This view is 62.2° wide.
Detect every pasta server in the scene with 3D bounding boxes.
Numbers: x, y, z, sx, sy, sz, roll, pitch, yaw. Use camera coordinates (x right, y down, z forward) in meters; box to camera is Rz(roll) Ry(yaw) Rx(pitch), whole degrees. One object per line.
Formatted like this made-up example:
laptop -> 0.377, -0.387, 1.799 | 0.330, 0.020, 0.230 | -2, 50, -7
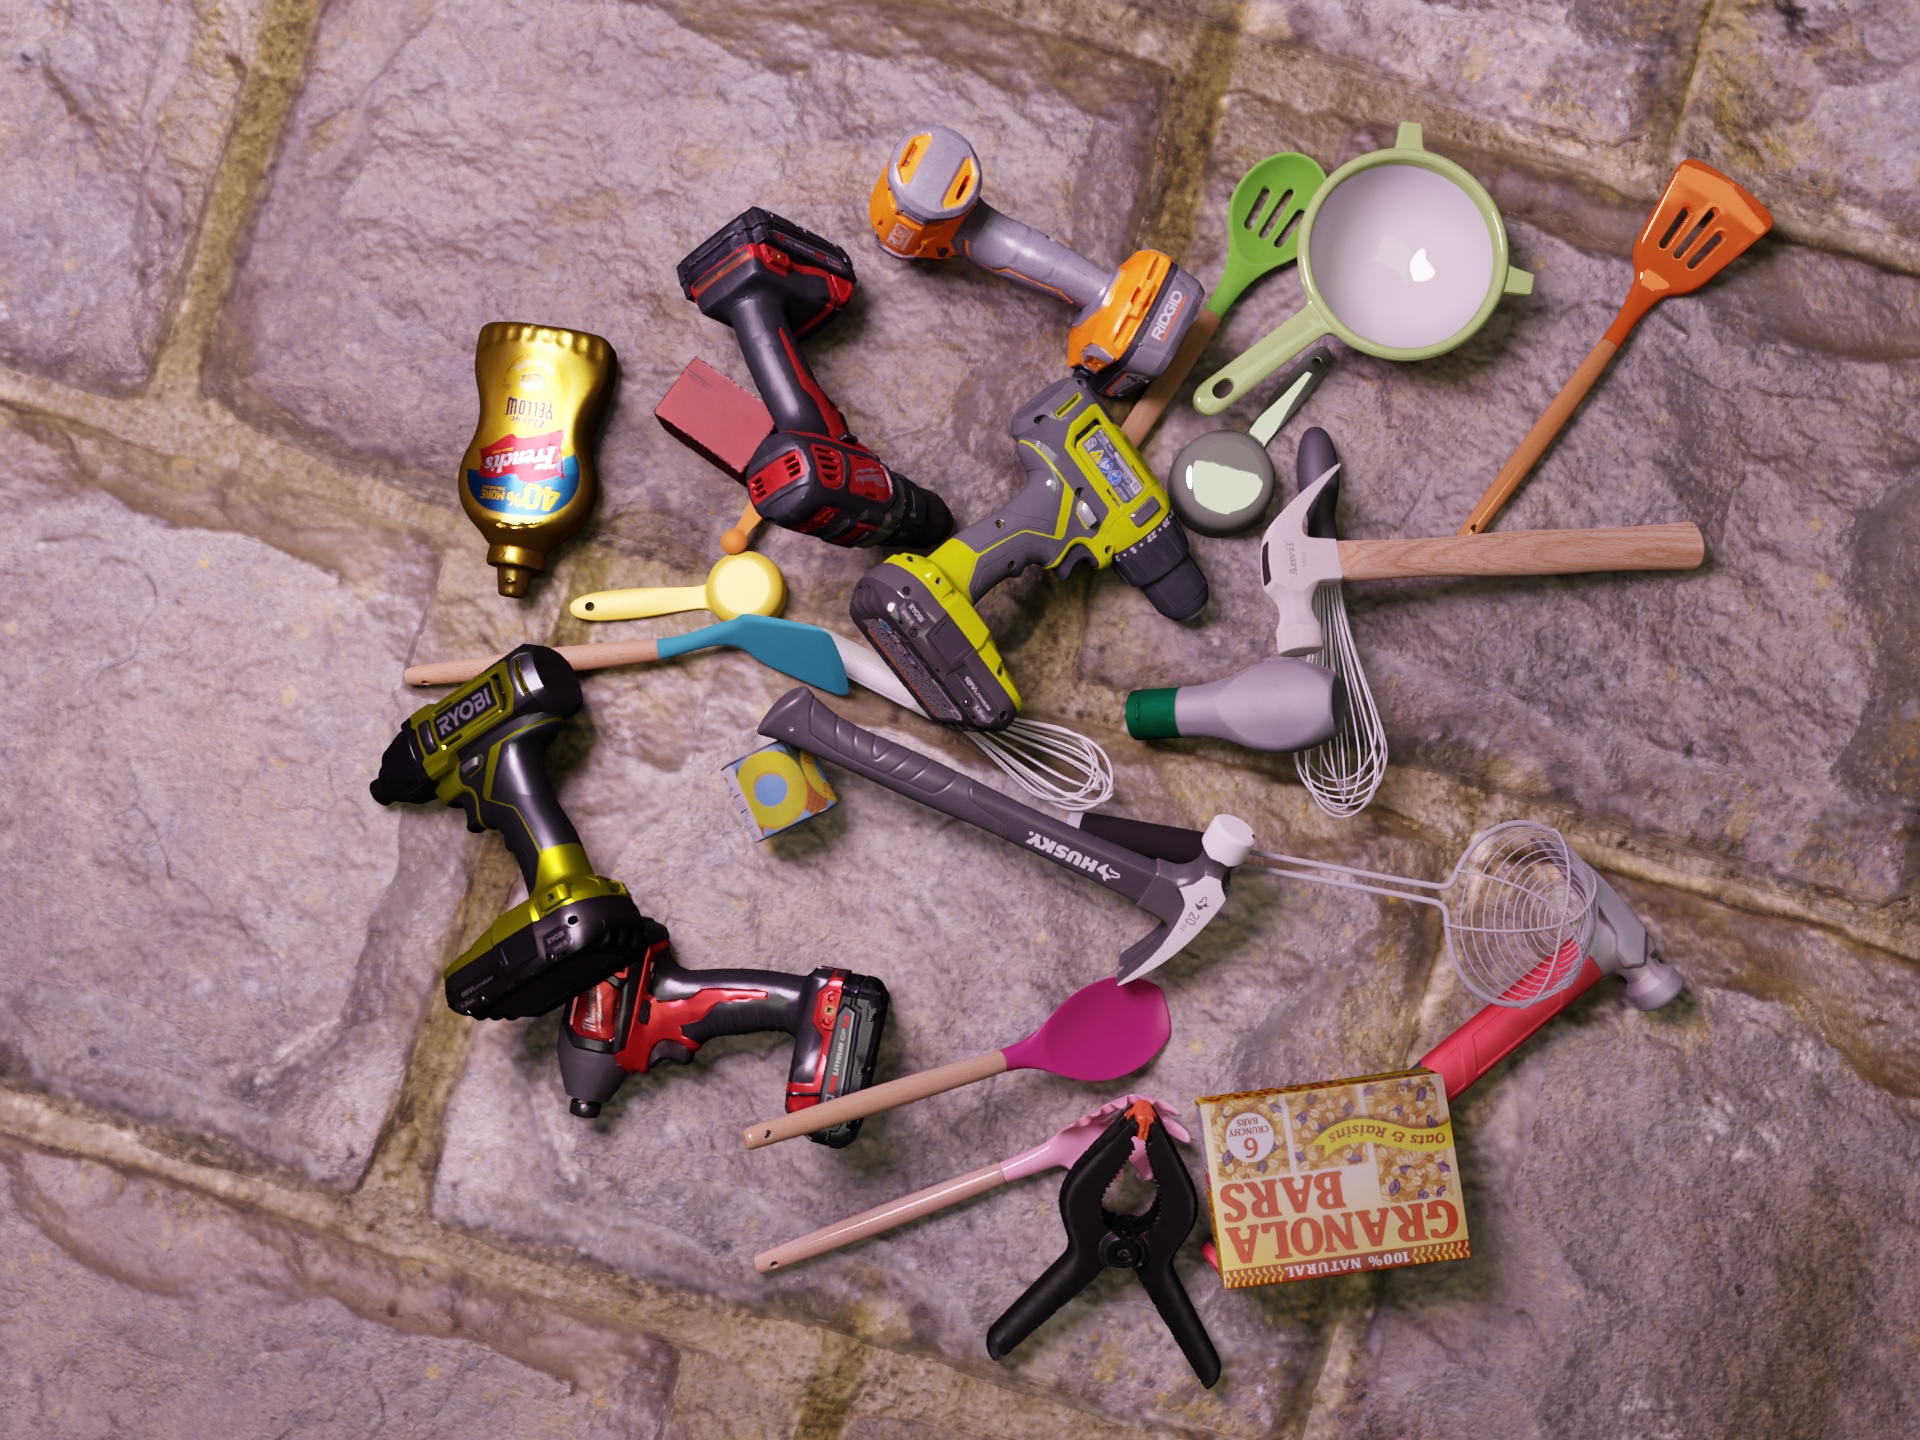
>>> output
pasta server -> 0.005, 0.330, 1.113 | 0.316, 0.040, 0.060 | -20, 105, -1

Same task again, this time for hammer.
hammer -> 0.370, -0.119, 1.122 | 0.331, 0.031, 0.130 | -4, 78, -11
hammer -> 0.317, 0.249, 1.122 | 0.386, 0.038, 0.143 | -38, 86, -3
hammer -> 0.019, 0.066, 1.083 | 0.334, 0.035, 0.146 | 24, 120, -4

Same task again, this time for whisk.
whisk -> -0.002, -0.004, 1.131 | 0.246, 0.059, 0.057 | 27, 120, 5
whisk -> 0.263, -0.072, 1.137 | 0.070, 0.070, 0.285 | -3, 81, -1

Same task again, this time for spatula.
spatula -> 0.460, -0.257, 1.155 | 0.081, 0.041, 0.322 | 37, 88, 1
spatula -> -0.240, -0.040, 1.128 | 0.317, 0.082, 0.044 | -6, 58, 3

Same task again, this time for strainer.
strainer -> 0.267, -0.294, 1.141 | 0.256, 0.069, 0.151 | -37, 90, -2

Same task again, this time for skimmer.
skimmer -> 0.257, 0.110, 1.114 | 0.363, 0.090, 0.127 | 10, 85, 17

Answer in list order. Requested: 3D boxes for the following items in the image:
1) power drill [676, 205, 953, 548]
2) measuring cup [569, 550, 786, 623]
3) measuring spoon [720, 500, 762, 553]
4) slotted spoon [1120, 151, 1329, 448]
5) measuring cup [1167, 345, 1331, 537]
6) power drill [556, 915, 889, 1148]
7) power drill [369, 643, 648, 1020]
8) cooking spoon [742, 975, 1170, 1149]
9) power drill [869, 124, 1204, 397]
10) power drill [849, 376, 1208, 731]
power drill -> -0.092, -0.221, 1.098 | 0.080, 0.187, 0.227 | -28, 72, 29
measuring cup -> -0.203, -0.089, 1.140 | 0.156, 0.029, 0.062 | -6, 86, -4
measuring spoon -> -0.137, -0.169, 1.144 | 0.021, 0.011, 0.117 | 26, 74, 21
slotted spoon -> 0.168, -0.275, 1.160 | 0.070, 0.031, 0.314 | 34, 88, 2
measuring cup -> 0.217, -0.208, 1.149 | 0.083, 0.038, 0.167 | 38, 89, 2
power drill -> -0.168, 0.221, 1.101 | 0.219, 0.078, 0.143 | 12, 86, 3
power drill -> -0.312, 0.082, 1.078 | 0.171, 0.080, 0.223 | -31, 68, 17
cooking spoon -> 0.005, 0.237, 1.077 | 0.319, 0.017, 0.069 | -12, 88, -24
power drill -> 0.040, -0.316, 1.109 | 0.226, 0.164, 0.084 | 28, 86, -11
power drill -> 0.056, -0.097, 1.094 | 0.228, 0.080, 0.190 | -43, 107, -17
